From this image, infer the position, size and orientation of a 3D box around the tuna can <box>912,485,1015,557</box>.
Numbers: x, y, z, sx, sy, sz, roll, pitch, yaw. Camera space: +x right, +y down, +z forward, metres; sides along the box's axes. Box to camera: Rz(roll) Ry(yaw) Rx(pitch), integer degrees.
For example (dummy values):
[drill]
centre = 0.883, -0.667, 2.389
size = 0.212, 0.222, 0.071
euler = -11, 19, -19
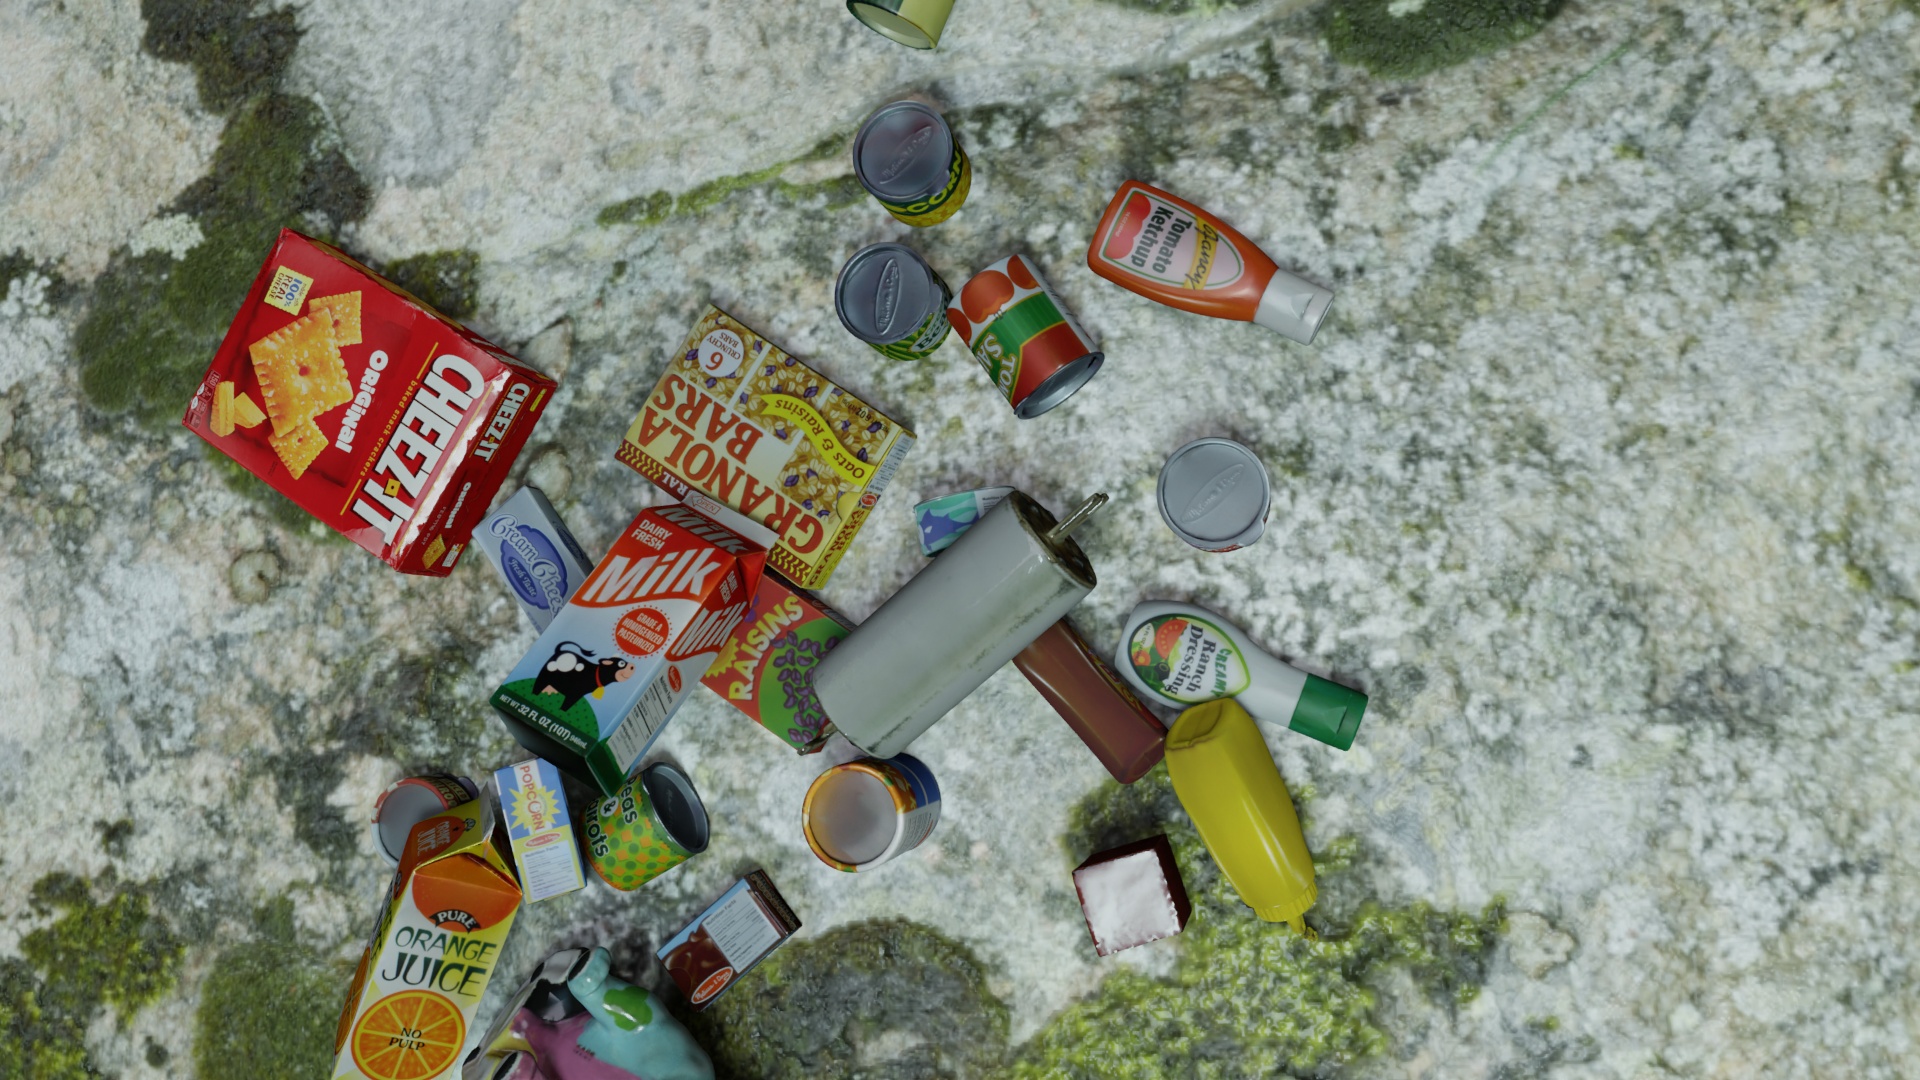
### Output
[tuna can]
centre = 0.003, -0.011, 0.876
size = 0.071, 0.071, 0.033
euler = -12, 83, 13

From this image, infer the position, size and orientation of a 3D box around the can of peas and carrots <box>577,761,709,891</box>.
[can of peas and carrots]
centre = -0.208, 0.186, 0.908
size = 0.058, 0.071, 0.071
euler = -31, 79, 10

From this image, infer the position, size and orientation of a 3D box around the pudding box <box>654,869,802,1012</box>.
[pudding box]
centre = -0.152, 0.261, 0.909
size = 0.083, 0.030, 0.050
euler = -42, 79, 7

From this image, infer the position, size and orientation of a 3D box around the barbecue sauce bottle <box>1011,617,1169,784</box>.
[barbecue sauce bottle]
centre = 0.066, 0.082, 0.857
size = 0.044, 0.064, 0.149
euler = -42, 69, -2

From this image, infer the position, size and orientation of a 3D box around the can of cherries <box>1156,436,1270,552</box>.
[can of cherries]
centre = 0.156, -0.024, 0.844
size = 0.071, 0.058, 0.071
euler = -1, 85, 13

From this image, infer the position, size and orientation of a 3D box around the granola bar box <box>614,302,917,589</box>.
[granola bar box]
centre = -0.131, -0.063, 0.926
size = 0.166, 0.039, 0.124
euler = 33, 94, 14

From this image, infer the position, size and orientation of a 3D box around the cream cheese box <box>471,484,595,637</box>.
[cream cheese box]
centre = -0.290, 0.018, 0.966
size = 0.053, 0.024, 0.104
euler = -39, 78, 8

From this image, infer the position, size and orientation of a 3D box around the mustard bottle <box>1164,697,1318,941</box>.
[mustard bottle]
centre = 0.172, 0.173, 0.815
size = 0.048, 0.065, 0.160
euler = -19, 104, 31

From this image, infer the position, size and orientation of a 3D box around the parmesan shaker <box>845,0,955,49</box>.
[parmesan shaker]
centre = -0.028, -0.386, 0.912
size = 0.071, 0.071, 0.103
euler = 24, 92, 14

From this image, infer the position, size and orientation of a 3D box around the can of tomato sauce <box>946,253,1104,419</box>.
[can of tomato sauce]
centre = 0.039, -0.128, 0.876
size = 0.071, 0.071, 0.083
euler = -37, 78, 8

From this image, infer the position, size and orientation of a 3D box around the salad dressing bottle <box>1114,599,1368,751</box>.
[salad dressing bottle]
centre = 0.169, 0.083, 0.839
size = 0.148, 0.044, 0.064
euler = 21, 94, 14

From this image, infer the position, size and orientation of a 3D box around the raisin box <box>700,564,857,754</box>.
[raisin box]
centre = -0.123, 0.071, 0.913
size = 0.123, 0.040, 0.086
euler = 32, 93, 13

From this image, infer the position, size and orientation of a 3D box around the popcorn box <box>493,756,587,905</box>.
[popcorn box]
centre = -0.270, 0.188, 0.895
size = 0.038, 0.126, 0.085
euler = -14, 80, -18

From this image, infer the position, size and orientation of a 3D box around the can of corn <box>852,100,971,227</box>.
[can of corn]
centre = -0.028, -0.243, 0.907
size = 0.071, 0.058, 0.071
euler = -1, 85, 14

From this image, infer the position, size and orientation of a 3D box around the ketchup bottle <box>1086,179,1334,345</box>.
[ketchup bottle]
centre = 0.157, -0.168, 0.863
size = 0.149, 0.043, 0.064
euler = 28, 92, 14

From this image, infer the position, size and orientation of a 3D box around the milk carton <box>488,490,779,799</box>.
[milk carton]
centre = -0.192, 0.053, 0.852
size = 0.072, 0.073, 0.191
euler = 27, 63, 15

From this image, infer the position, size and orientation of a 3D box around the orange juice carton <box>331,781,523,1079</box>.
[orange juice carton]
centre = -0.344, 0.258, 0.915
size = 0.073, 0.072, 0.192
euler = 21, 95, -24

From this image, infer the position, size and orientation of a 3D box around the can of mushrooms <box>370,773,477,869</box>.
[can of mushrooms]
centre = -0.371, 0.195, 0.966
size = 0.071, 0.033, 0.071
euler = -1, 85, 14

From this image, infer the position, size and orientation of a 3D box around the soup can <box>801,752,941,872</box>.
[soup can]
centre = -0.057, 0.166, 0.866
size = 0.071, 0.084, 0.071
euler = -1, 85, 14

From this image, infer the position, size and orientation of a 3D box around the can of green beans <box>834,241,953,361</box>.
[can of green beans]
centre = -0.041, -0.154, 0.902
size = 0.071, 0.058, 0.071
euler = -1, 85, 14
